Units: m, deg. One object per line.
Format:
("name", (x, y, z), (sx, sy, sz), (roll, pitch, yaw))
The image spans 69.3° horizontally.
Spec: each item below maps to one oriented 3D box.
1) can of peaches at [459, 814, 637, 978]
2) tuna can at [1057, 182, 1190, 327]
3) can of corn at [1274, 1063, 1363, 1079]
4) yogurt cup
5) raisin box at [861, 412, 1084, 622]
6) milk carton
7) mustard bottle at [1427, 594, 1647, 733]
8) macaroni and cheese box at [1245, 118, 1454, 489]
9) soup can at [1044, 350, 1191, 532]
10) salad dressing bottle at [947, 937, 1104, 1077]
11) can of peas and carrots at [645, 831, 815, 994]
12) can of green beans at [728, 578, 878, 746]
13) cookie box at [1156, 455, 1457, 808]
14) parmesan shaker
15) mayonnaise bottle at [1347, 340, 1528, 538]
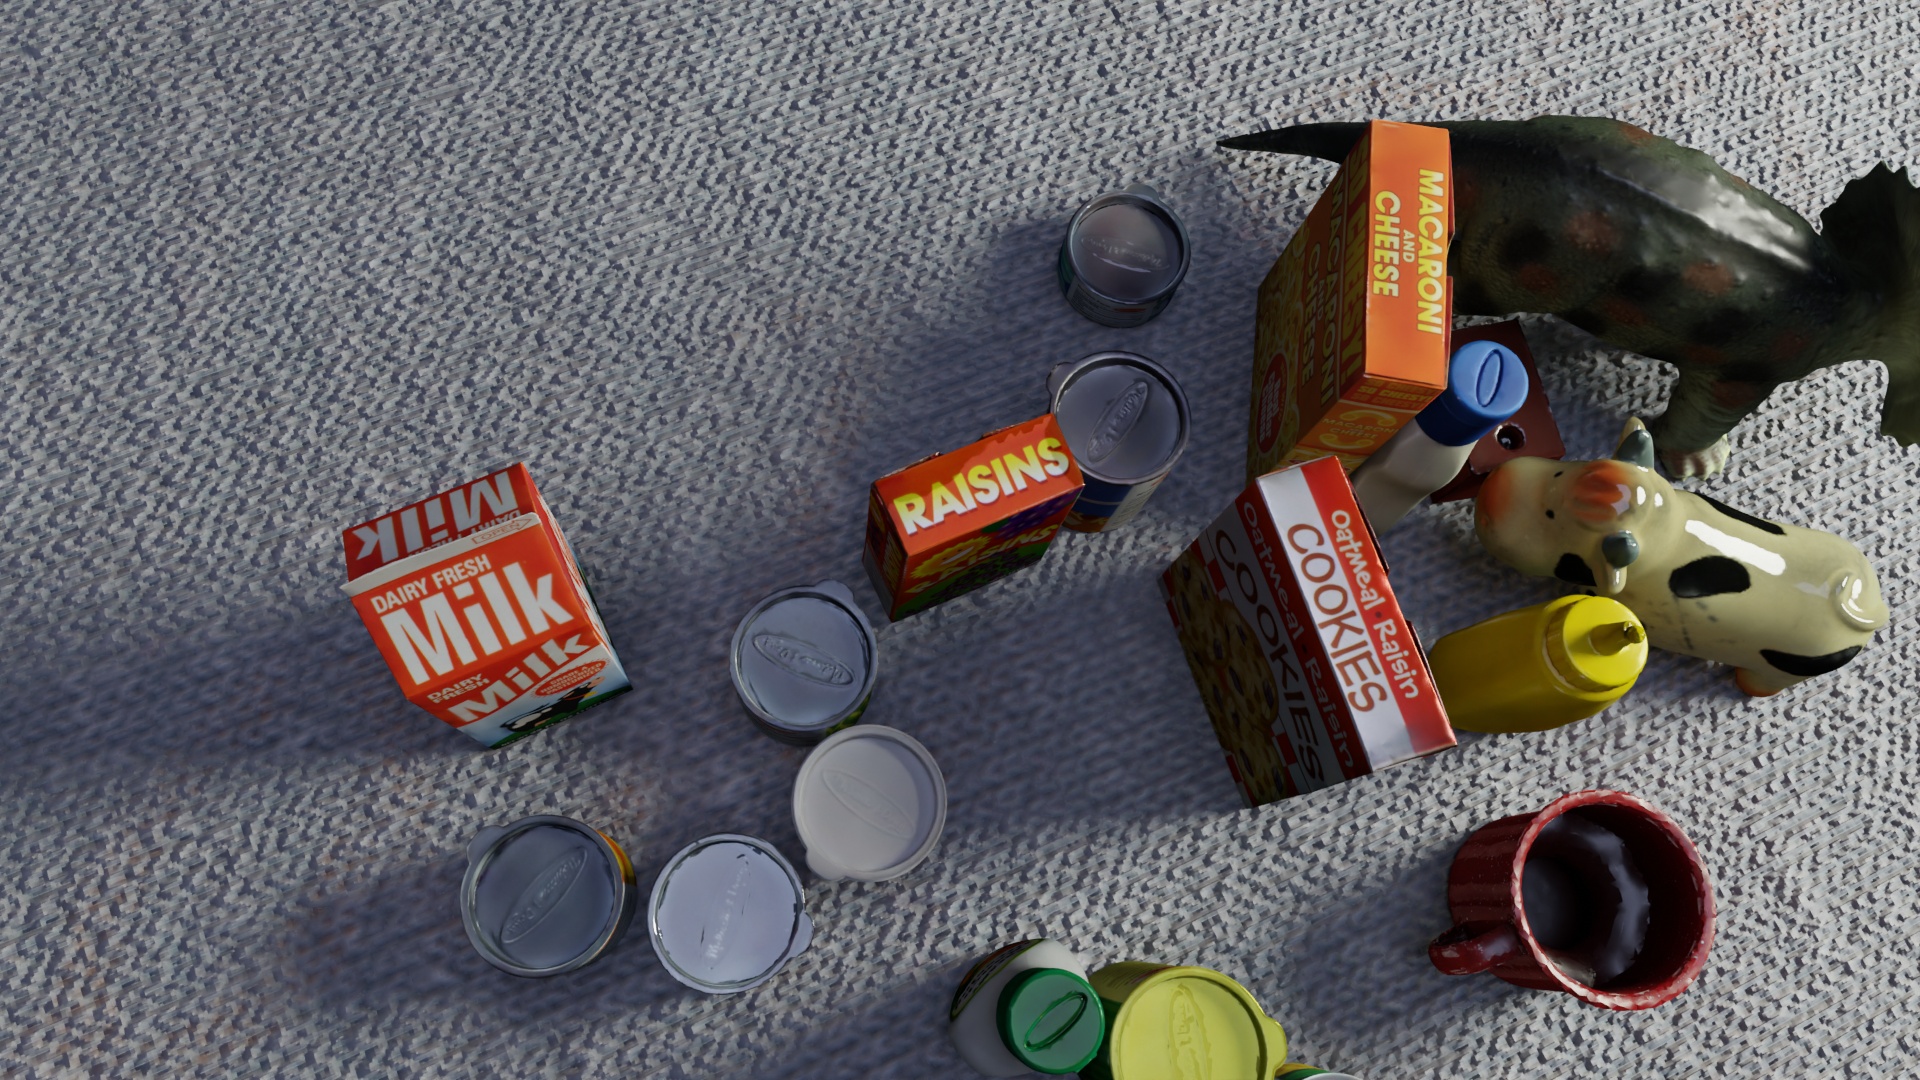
("can of peaches", (-0.178, 0.153, 0.603), (0.071, 0.058, 0.071), (2, 74, -5))
("tuna can", (0.086, -0.150, 0.733), (0.071, 0.032, 0.071), (2, 74, -6))
("can of corn", (0.157, 0.266, 0.606), (0.071, 0.058, 0.071), (2, 74, -5))
("yogurt cup", (-0.042, 0.121, 0.629), (0.072, 0.053, 0.072), (2, 74, -6))
("raisin box", (0.002, -0.008, 0.635), (0.086, 0.123, 0.040), (-22, 78, -11))
("milk carton", (-0.191, 0.028, 0.569), (0.072, 0.190, 0.073), (-24, 78, -12))
("mustard bottle", (0.265, 0.055, 0.625), (0.065, 0.159, 0.049), (7, 74, -4))
("macaroni and cheese box", (0.181, -0.100, 0.658), (0.040, 0.166, 0.124), (8, 74, -4))
("soup can", (0.067, -0.047, 0.674), (0.071, 0.083, 0.071), (2, 74, -5))
("salad dressing bottle", (0.028, 0.192, 0.567), (0.064, 0.147, 0.044), (-37, 81, -14))
("can of peas and carrots", (-0.098, 0.164, 0.608), (0.071, 0.058, 0.071), (2, 74, -5))
("can of green beans", (-0.072, 0.059, 0.642), (0.071, 0.057, 0.071), (2, 74, -5))
("cookie box", (0.144, 0.047, 0.611), (0.040, 0.167, 0.123), (-17, 77, -10))
("parmesan shaker", (0.088, 0.214, 0.590), (0.071, 0.102, 0.071), (2, 74, -5))
("mayonnaise bottle", (0.216, -0.048, 0.657), (0.041, 0.147, 0.065), (21, 73, 0))
